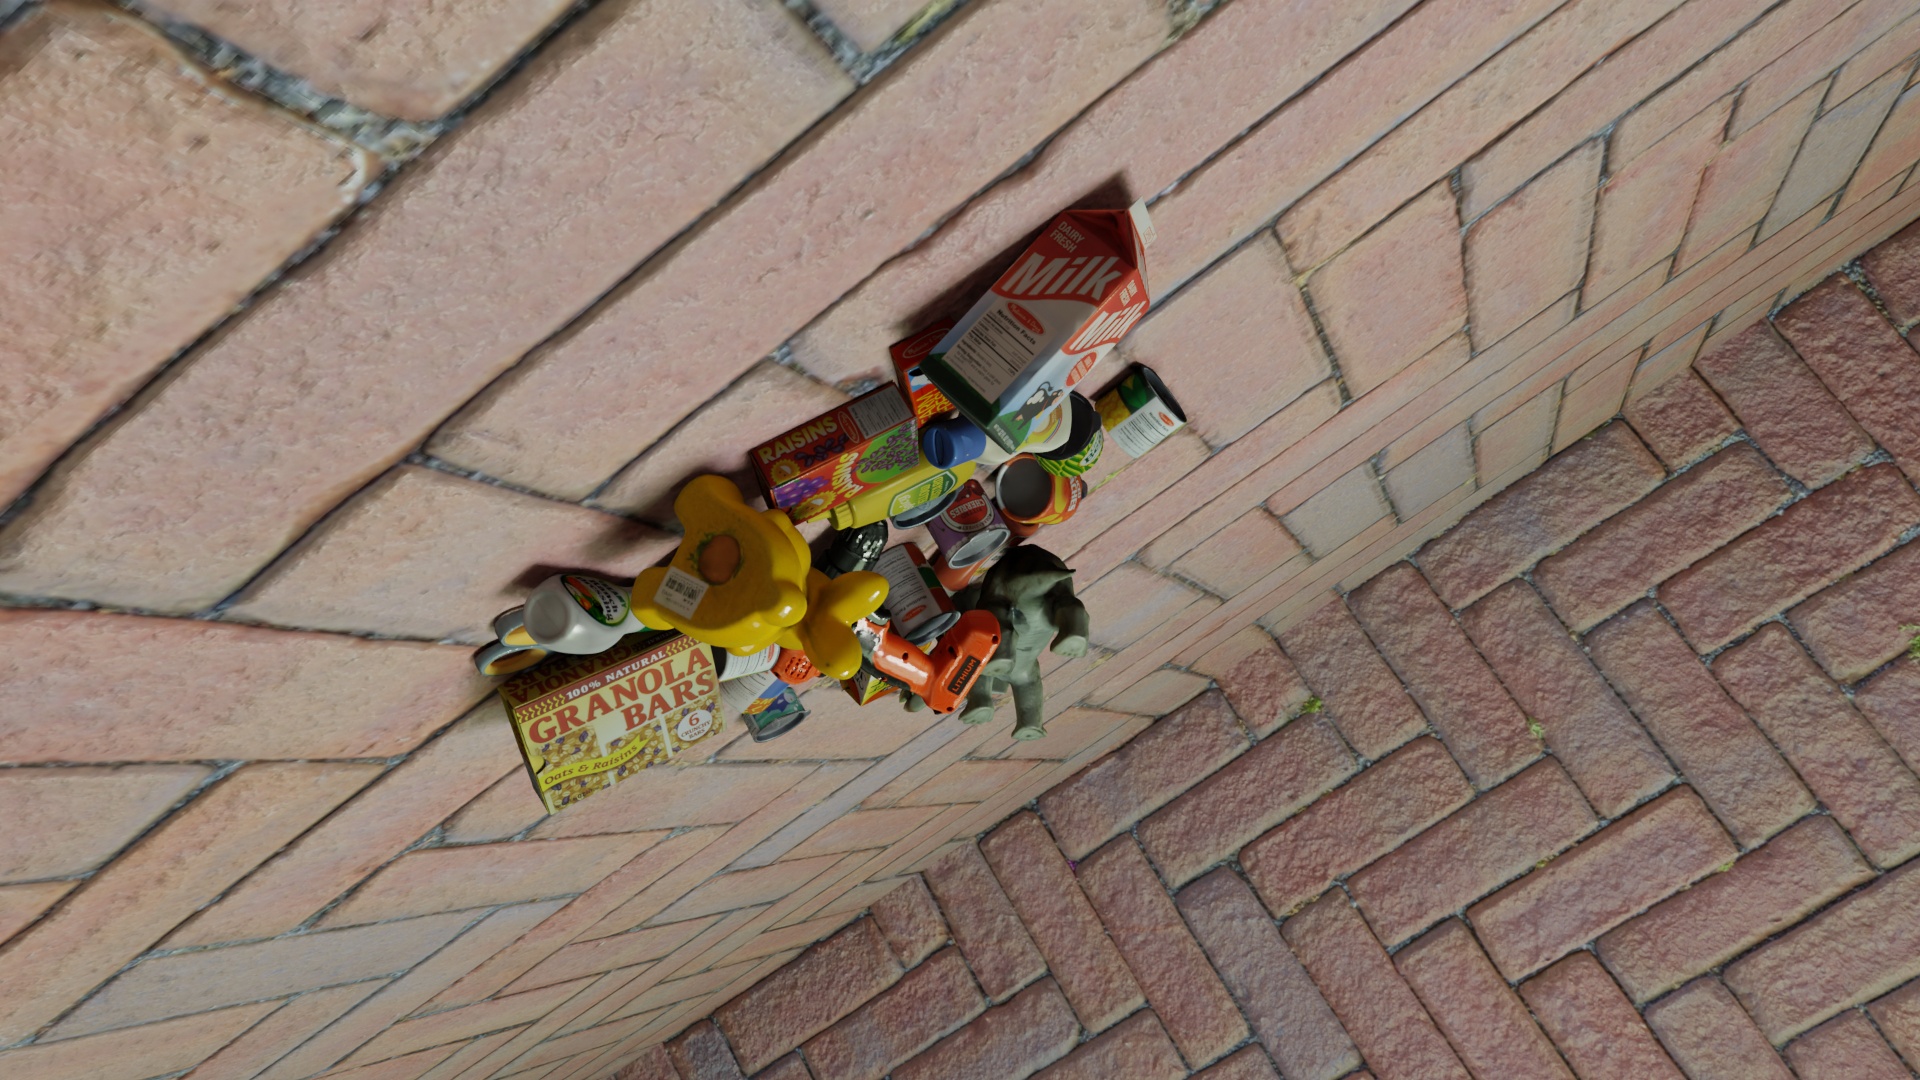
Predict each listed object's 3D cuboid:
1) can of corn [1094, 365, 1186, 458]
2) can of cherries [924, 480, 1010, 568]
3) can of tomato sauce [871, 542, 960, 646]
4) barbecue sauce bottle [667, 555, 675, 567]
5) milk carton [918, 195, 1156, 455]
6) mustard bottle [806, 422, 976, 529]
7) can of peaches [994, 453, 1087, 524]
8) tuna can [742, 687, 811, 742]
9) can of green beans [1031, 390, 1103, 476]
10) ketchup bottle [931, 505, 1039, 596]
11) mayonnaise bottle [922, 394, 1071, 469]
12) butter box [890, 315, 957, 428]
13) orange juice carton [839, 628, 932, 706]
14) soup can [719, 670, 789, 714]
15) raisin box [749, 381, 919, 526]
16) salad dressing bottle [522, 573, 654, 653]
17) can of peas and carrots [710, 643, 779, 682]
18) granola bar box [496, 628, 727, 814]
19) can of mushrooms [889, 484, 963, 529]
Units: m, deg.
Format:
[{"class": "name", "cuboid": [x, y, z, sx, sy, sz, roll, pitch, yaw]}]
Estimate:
[{"class": "can of corn", "cuboid": [0.165, -0.120, 1.285, 0.058, 0.071, 0.071, -38, 160, 20]}, {"class": "can of cherries", "cuboid": [0.005, -0.016, 1.303, 0.071, 0.058, 0.071, -27, 161, -10]}, {"class": "can of tomato sauce", "cuboid": [-0.049, 0.055, 1.359, 0.071, 0.083, 0.071, -28, 161, -10]}, {"class": "barbecue sauce bottle", "cuboid": [-0.189, 0.037, 1.155, 0.065, 0.044, 0.148, -52, 161, 2]}, {"class": "milk carton", "cuboid": [0.068, -0.159, 0.980, 0.190, 0.073, 0.072, -47, 161, 2]}, {"class": "mustard bottle", "cuboid": [-0.064, -0.045, 1.136, 0.161, 0.049, 0.065, -25, 158, -18]}, {"class": "can of peaches", "cuboid": [0.076, -0.049, 1.315, 0.071, 0.071, 0.058, -40, 159, 25]}, {"class": "tuna can", "cuboid": [-0.205, 0.194, 1.550, 0.071, 0.033, 0.071, -28, 161, -10]}, {"class": "can of green beans", "cuboid": [0.091, -0.094, 1.225, 0.071, 0.071, 0.057, -33, 162, 4]}, {"class": "ketchup bottle", "cuboid": [0.011, 0.016, 1.417, 0.148, 0.043, 0.065, -40, 171, 25]}, {"class": "mayonnaise bottle", "cuboid": [0.031, -0.092, 1.125, 0.041, 0.064, 0.149, 9, -158, 40]}, {"class": "butter box", "cuboid": [-0.020, -0.124, 1.041, 0.053, 0.024, 0.103, -30, 162, -7]}, {"class": "orange juice carton", "cuboid": [-0.086, 0.114, 1.471, 0.072, 0.073, 0.191, -24, 161, -21]}, {"class": "soup can", "cuboid": [-0.188, 0.117, 1.332, 0.071, 0.071, 0.083, -9, 151, -49]}, {"class": "raisin box", "cuboid": [-0.094, -0.062, 1.062, 0.123, 0.040, 0.085, -27, 162, -11]}, {"class": "salad dressing bottle", "cuboid": [-0.270, 0.054, 1.056, 0.044, 0.064, 0.148, -47, 167, 13]}, {"class": "can of peas and carrots", "cuboid": [-0.206, 0.090, 1.238, 0.059, 0.071, 0.070, -9, 151, -47]}, {"class": "granola bar box", "cuboid": [-0.281, 0.139, 1.145, 0.166, 0.039, 0.123, -25, 132, -25]}, {"class": "can of mushrooms", "cuboid": [-0.035, -0.042, 1.213, 0.071, 0.033, 0.070, -28, 160, -11]}]
